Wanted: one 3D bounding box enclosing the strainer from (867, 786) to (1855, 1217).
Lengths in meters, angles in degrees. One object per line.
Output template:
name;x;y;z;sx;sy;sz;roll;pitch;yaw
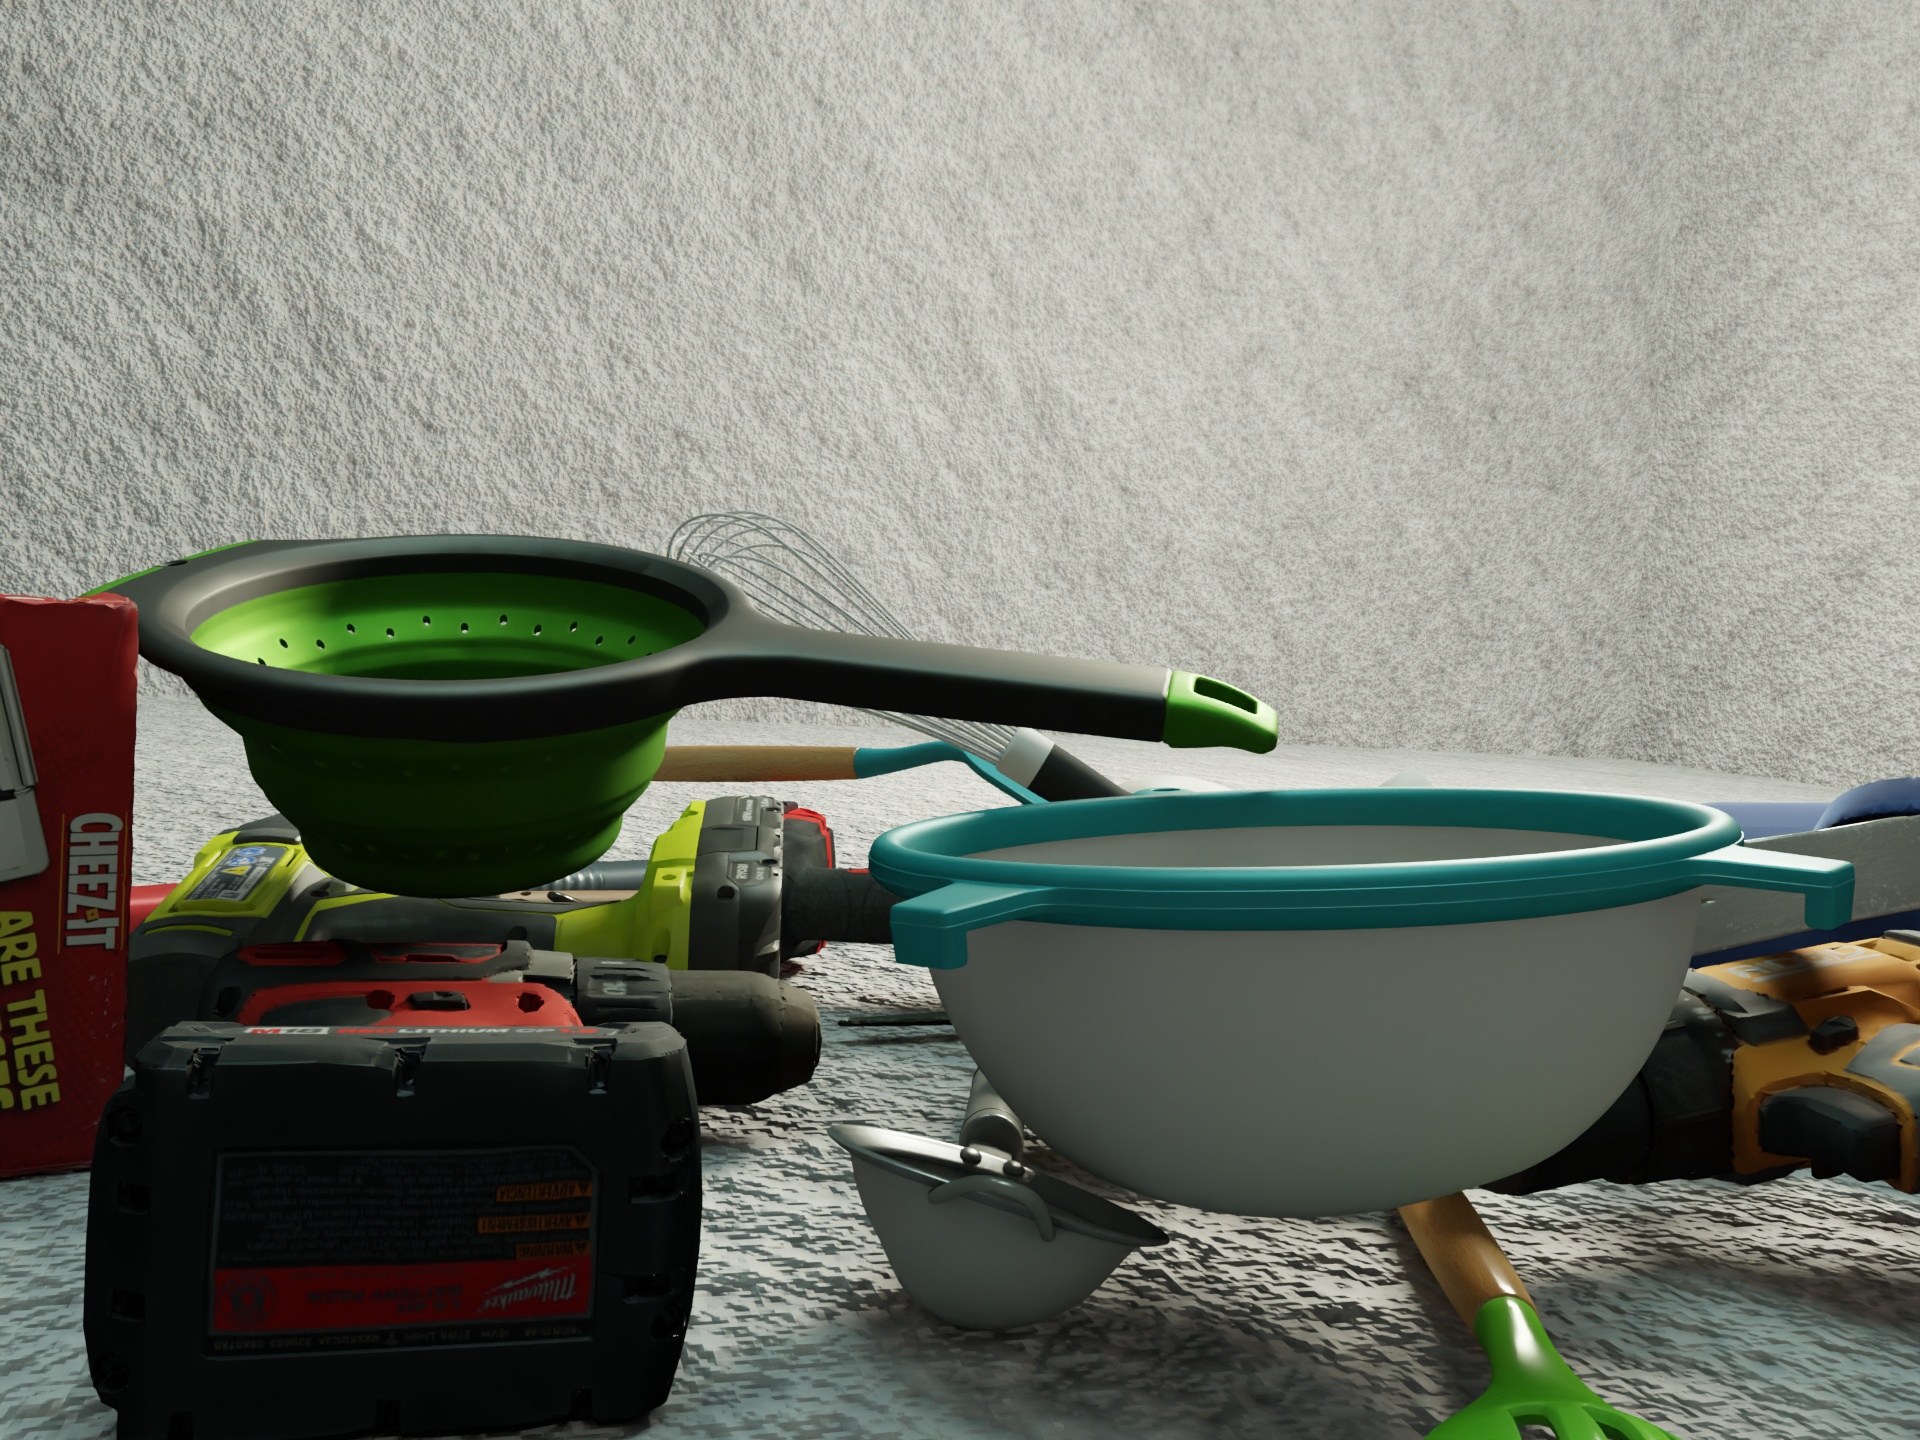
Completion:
strainer;0.083;0.070;0.468;0.211;0.095;0.340;-3;0;-1

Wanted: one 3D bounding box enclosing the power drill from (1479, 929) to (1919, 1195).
power drill;0.248;0.113;0.396;0.185;0.084;0.226;-7;9;-16

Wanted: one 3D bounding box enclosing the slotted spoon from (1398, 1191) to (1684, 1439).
slotted spoon;0.129;0.141;0.400;0.070;0.031;0.314;8;2;6

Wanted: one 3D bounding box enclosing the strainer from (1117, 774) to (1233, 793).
strainer;0.184;0.081;0.951;0.256;0.069;0.151;9;17;11

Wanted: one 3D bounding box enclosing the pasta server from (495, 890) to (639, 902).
pasta server;-0.083;0.093;0.843;0.316;0.040;0.060;4;13;-23

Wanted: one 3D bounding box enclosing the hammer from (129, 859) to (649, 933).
hammer;-0.279;0.087;0.826;0.386;0.038;0.143;1;2;-38

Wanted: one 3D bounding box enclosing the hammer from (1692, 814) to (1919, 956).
hammer;0.240;0.083;0.616;0.149;0.037;0.359;-9;-13;-4

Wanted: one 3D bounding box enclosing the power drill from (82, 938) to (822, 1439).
power drill;-0.116;0.102;0.425;0.188;0.080;0.227;3;0;-16

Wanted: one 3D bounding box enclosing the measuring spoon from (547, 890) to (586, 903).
measuring spoon;-0.161;0.089;0.745;0.034;0.018;0.124;14;-14;16

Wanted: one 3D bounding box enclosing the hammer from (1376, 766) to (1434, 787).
hammer;0.178;0.089;0.723;0.033;0.128;0.330;52;10;21

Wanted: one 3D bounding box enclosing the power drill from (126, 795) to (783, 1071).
power drill;-0.181;0.075;0.610;0.223;0.080;0.171;2;16;-6

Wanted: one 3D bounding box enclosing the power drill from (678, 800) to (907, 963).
power drill;-0.012;0.082;0.739;0.220;0.078;0.143;1;2;13

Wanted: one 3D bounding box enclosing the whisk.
whisk;-0.001;-0.003;0.658;0.284;0.070;0.070;31;4;0

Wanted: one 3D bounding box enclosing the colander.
colander;-0.096;0.011;0.548;0.397;0.094;0.204;7;19;9

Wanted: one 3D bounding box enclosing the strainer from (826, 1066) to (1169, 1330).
strainer;0.009;0.125;0.453;0.087;0.050;0.258;17;-2;4

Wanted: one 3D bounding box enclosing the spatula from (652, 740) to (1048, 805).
spatula;-0.072;0.032;0.762;0.317;0.044;0.082;0;3;21
